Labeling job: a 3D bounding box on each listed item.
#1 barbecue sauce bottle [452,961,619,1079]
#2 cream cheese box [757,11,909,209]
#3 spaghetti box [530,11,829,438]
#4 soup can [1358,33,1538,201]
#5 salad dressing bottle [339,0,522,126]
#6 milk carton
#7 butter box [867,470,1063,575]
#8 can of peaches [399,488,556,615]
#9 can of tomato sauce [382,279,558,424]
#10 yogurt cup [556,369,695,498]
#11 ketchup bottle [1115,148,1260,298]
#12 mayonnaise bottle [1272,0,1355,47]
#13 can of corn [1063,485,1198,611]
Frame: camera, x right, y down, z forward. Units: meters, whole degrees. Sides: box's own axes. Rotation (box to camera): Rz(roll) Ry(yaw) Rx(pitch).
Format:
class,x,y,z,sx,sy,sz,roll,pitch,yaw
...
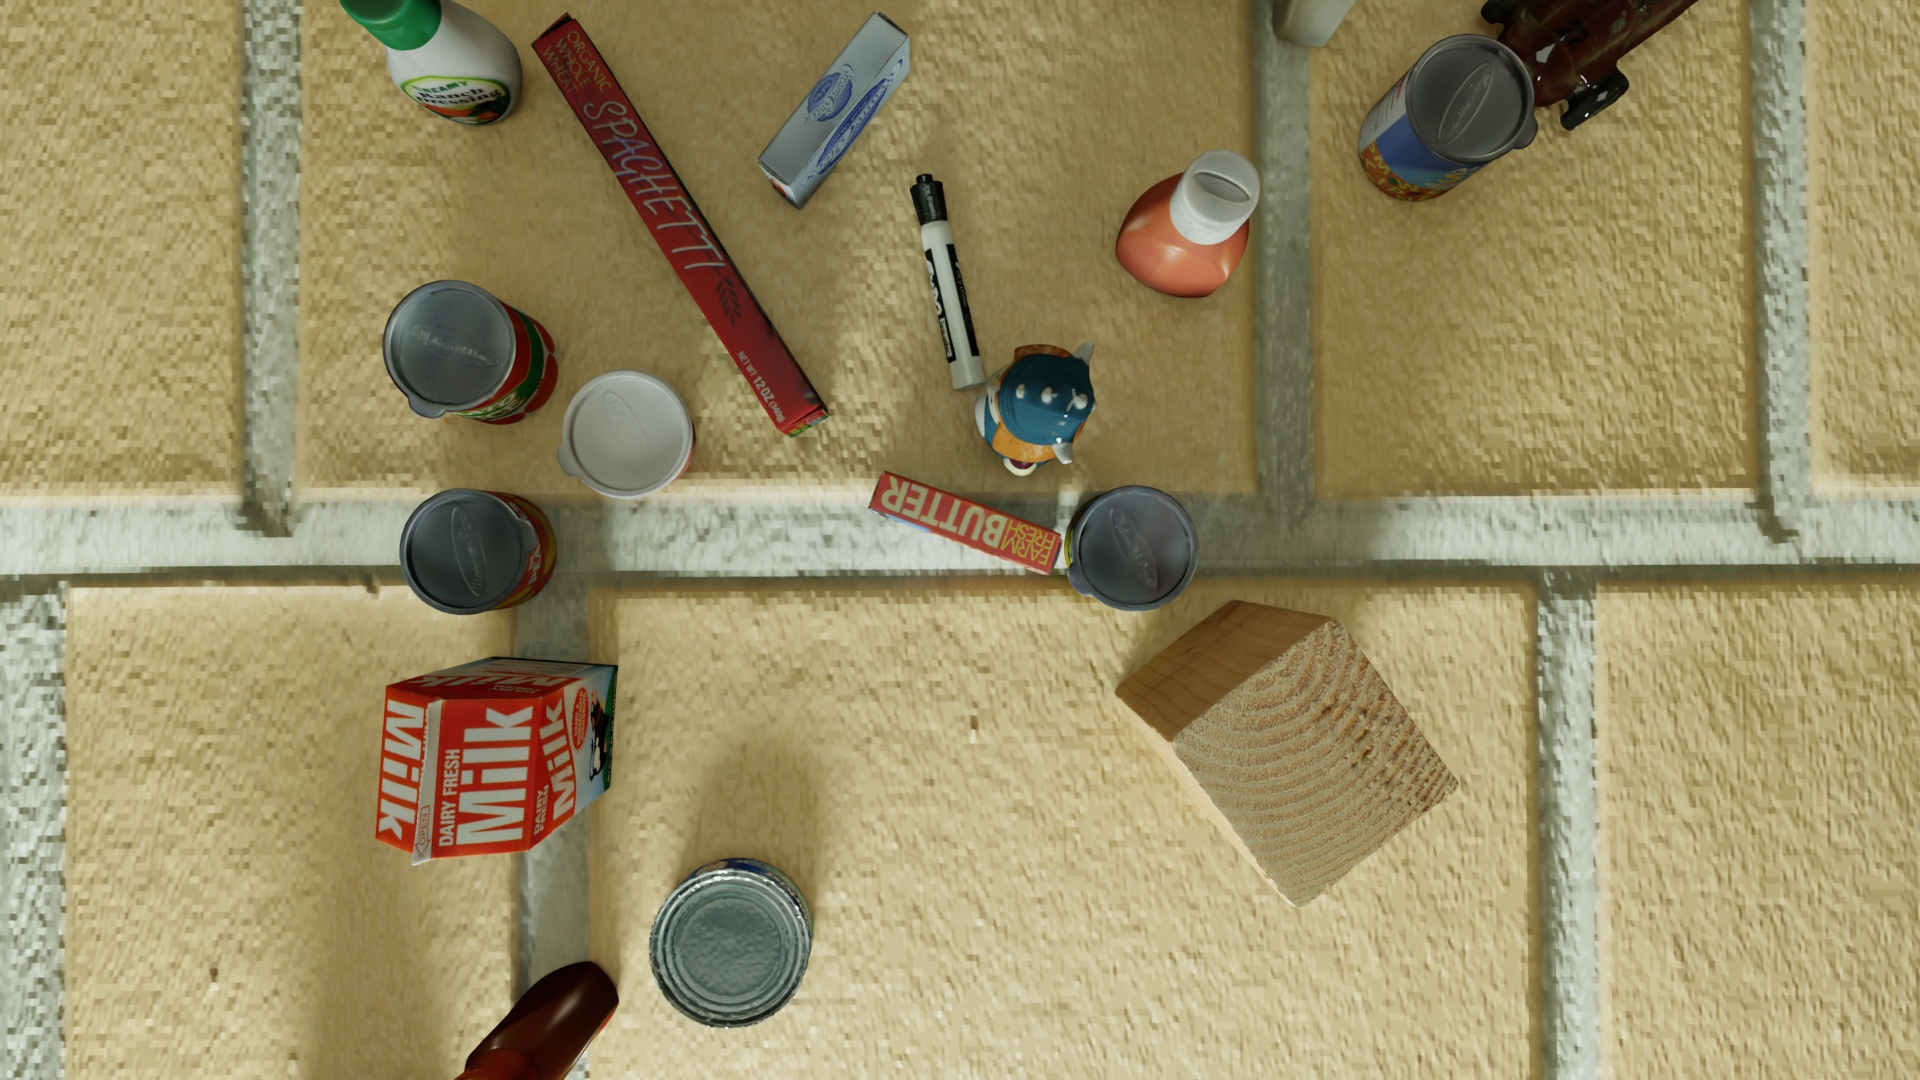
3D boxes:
class,x,y,z,sx,sy,sz,roll,pitch,yaw
barbecue sauce bottle,-0.218,0.259,0.695,0.065,0.148,0.043,-36,90,-1
cream cheese box,-0.067,-0.232,0.753,0.024,0.053,0.104,38,89,0
spaghetti box,-0.150,-0.167,0.752,0.029,0.050,0.250,-33,90,-1
soup can,0.259,-0.221,0.742,0.071,0.084,0.071,0,89,-1
salad dressing bottle,-0.268,-0.253,0.703,0.064,0.147,0.044,-4,90,-1
milk carton,-0.226,0.102,0.677,0.073,0.190,0.072,4,90,-1
butter box,0.003,-0.009,0.750,0.103,0.053,0.024,20,89,0
can of peaches,-0.254,0.005,0.744,0.071,0.058,0.071,0,89,-1
can of tomato sauce,-0.256,-0.095,0.733,0.071,0.083,0.071,0,89,-1
yogurt cup,-0.174,-0.056,0.748,0.072,0.054,0.072,0,89,-1
ketchup bottle,0.118,-0.160,0.707,0.065,0.149,0.043,24,90,0
mayonnaise bottle,0.197,-0.307,0.711,0.041,0.148,0.064,14,90,-1
can of corn,0.088,0.006,0.749,0.071,0.058,0.071,0,89,-1
